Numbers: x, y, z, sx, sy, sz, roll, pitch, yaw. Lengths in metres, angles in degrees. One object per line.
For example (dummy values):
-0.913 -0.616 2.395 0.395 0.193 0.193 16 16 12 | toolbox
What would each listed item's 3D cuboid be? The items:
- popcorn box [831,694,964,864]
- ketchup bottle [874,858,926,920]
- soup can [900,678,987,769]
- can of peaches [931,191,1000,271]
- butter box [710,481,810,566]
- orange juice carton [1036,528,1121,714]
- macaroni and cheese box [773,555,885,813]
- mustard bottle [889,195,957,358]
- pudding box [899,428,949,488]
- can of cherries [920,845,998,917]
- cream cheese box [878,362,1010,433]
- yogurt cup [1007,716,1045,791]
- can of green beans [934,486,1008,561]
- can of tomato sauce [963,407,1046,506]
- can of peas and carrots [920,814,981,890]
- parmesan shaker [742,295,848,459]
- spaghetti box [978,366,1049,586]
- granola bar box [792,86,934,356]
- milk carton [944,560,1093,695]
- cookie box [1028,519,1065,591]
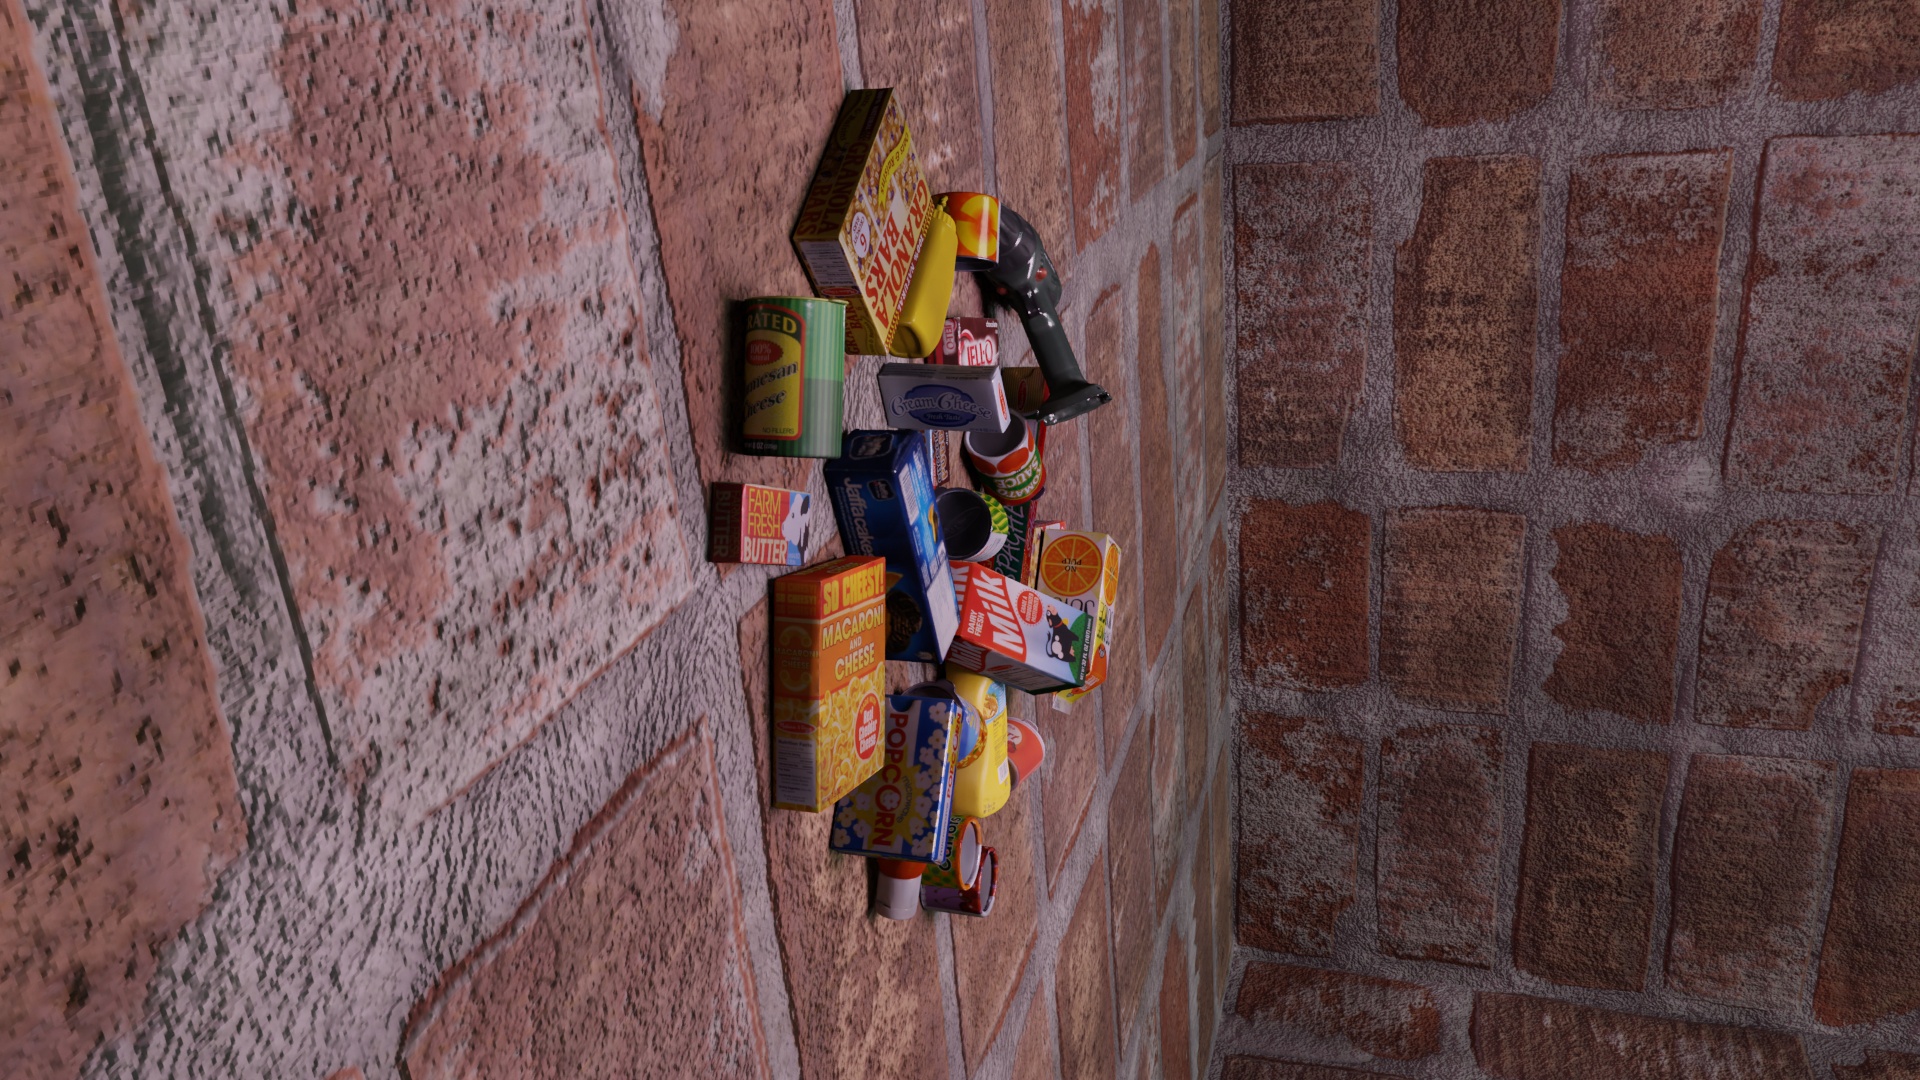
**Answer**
-0.049 0.189 1.104 0.038 0.085 0.127 49 46 -66 | popcorn box
-0.046 0.242 1.165 0.043 0.065 0.148 -5 106 -48 | ketchup bottle
-0.016 0.163 1.227 0.083 0.071 0.071 46 49 -66 | soup can
0.000 -0.273 1.229 0.071 0.071 0.058 3 89 -72 | can of peaches
-0.132 -0.010 0.925 0.103 0.024 0.053 5 87 -72 | butter box
0.121 0.090 1.498 0.071 0.073 0.193 39 57 -67 | orange juice carton
-0.096 0.101 1.024 0.124 0.040 0.166 -20 112 -70 | macaroni and cheese box
-0.032 -0.228 1.162 0.065 0.049 0.161 67 30 -53 | mustard bottle
-0.031 -0.088 1.210 0.050 0.030 0.083 -30 120 -68 | pudding box
0.000 0.316 1.310 0.071 0.058 0.071 2 91 -72 | can of cherries
-0.014 -0.118 1.144 0.024 0.104 0.053 -60 147 -47 | cream cheese box
0.047 0.225 1.436 0.054 0.072 0.072 -43 133 -54 | yogurt cup
0.005 -0.014 1.274 0.058 0.071 0.071 9 84 -72 | can of green beans
0.046 -0.082 1.382 0.082 0.071 0.071 64 33 -54 | can of tomato sauce
-0.019 0.278 1.249 0.071 0.059 0.071 1 91 -72 | can of peas and carrots
-0.107 -0.106 0.912 0.071 0.071 0.103 -7 99 -72 | parmesan shaker
0.056 -0.060 1.447 0.028 0.050 0.250 42 53 -66 | spaghetti box
-0.070 -0.243 1.059 0.123 0.039 0.166 67 31 -51 | granola bar box
0.026 0.076 1.262 0.190 0.073 0.072 24 64 -32 | milk carton
0.076 0.043 1.536 0.168 0.040 0.122 -12 104 -70 | cookie box
